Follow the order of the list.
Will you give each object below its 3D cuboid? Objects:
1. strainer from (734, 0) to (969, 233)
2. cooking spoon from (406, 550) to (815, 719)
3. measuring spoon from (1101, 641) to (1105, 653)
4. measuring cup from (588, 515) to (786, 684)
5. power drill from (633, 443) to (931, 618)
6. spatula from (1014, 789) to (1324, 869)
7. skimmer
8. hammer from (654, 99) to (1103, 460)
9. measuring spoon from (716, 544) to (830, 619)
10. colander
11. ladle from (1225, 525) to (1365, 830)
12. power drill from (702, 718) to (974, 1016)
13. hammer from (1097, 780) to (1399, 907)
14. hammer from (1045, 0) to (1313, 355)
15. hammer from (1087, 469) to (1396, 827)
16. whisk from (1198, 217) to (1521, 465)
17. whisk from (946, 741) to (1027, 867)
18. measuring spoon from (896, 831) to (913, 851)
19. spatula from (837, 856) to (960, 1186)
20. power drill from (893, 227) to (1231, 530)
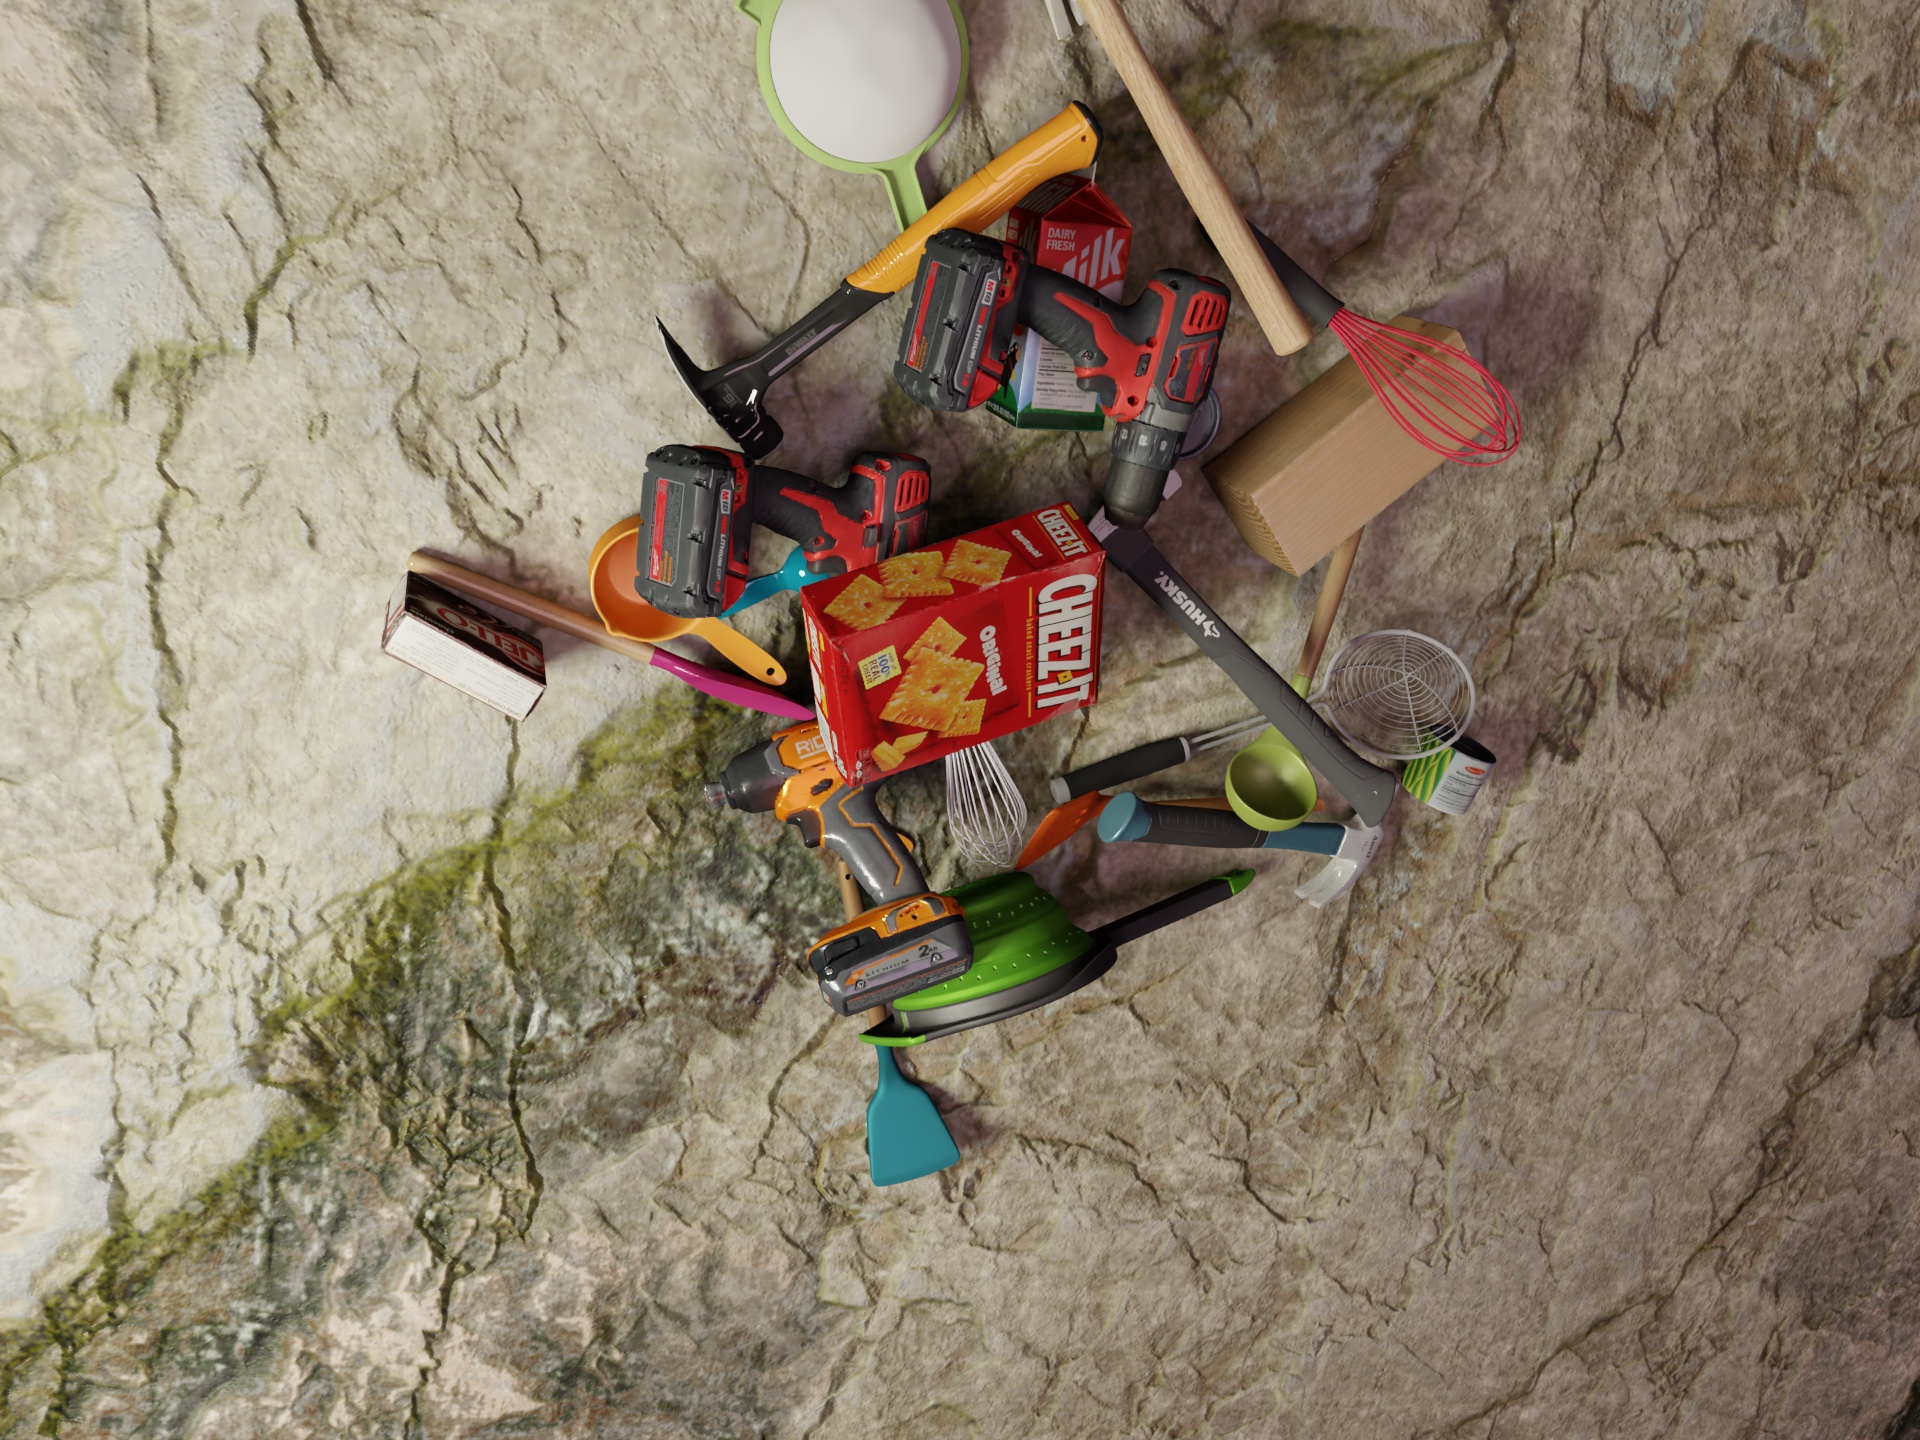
[{"bbox_3d":[-0.043,-0.401,1.095,0.151,0.069,0.256,-23,116,-9],"label":"strainer"},{"bbox_3d":[-0.254,-0.059,1.185,0.318,0.069,0.017,22,76,-21],"label":"cooking spoon"},{"bbox_3d":[0.065,-0.058,1.305,0.124,0.018,0.034,0,112,-19],"label":"measuring spoon"},{"bbox_3d":[-0.200,-0.084,1.187,0.173,0.052,0.095,38,96,-30],"label":"measuring cup"},{"bbox_3d":[-0.118,-0.127,1.149,0.219,0.079,0.143,-3,106,-41],"label":"power drill"},{"bbox_3d":[0.190,0.084,1.373,0.322,0.041,0.081,0,139,-28],"label":"spatula"},{"bbox_3d":[0.258,0.016,1.360,0.363,0.090,0.127,-18,116,-11],"label":"skimmer"},{"bbox_3d":[-0.049,-0.322,1.105,0.337,0.034,0.127,-35,134,8],"label":"hammer"},{"bbox_3d":[-0.151,-0.097,1.213,0.128,0.021,0.042,-24,117,-9],"label":"measuring spoon"},{"bbox_3d":[0.087,0.161,1.352,0.397,0.204,0.094,-18,91,-29],"label":"colander"},{"bbox_3d":[0.296,-0.062,1.315,0.078,0.062,0.320,19,88,-1],"label":"ladle"},{"bbox_3d":[-0.095,0.106,1.226,0.164,0.227,0.084,-18,159,-9],"label":"power drill"},{"bbox_3d":[0.250,0.095,1.376,0.330,0.033,0.128,8,106,-37],"label":"hammer"},{"bbox_3d":[0.148,-0.399,1.096,0.031,0.130,0.331,-34,102,-1],"label":"hammer"},{"bbox_3d":[0.219,-0.042,1.269,0.146,0.035,0.335,-44,90,-3],"label":"hammer"},{"bbox_3d":[0.296,-0.292,1.194,0.296,0.073,0.073,40,97,7],"label":"whisk"},{"bbox_3d":[-0.003,-0.004,1.289,0.070,0.070,0.284,-20,112,-10],"label":"whisk"},{"bbox_3d":[-0.089,0.089,1.322,0.116,0.011,0.021,21,104,-29],"label":"measuring spoon"},{"bbox_3d":[-0.068,0.260,1.380,0.082,0.044,0.317,-14,115,-9],"label":"spatula"},{"bbox_3d":[0.073,-0.238,1.119,0.226,0.080,0.188,7,110,-26],"label":"power drill"}]
